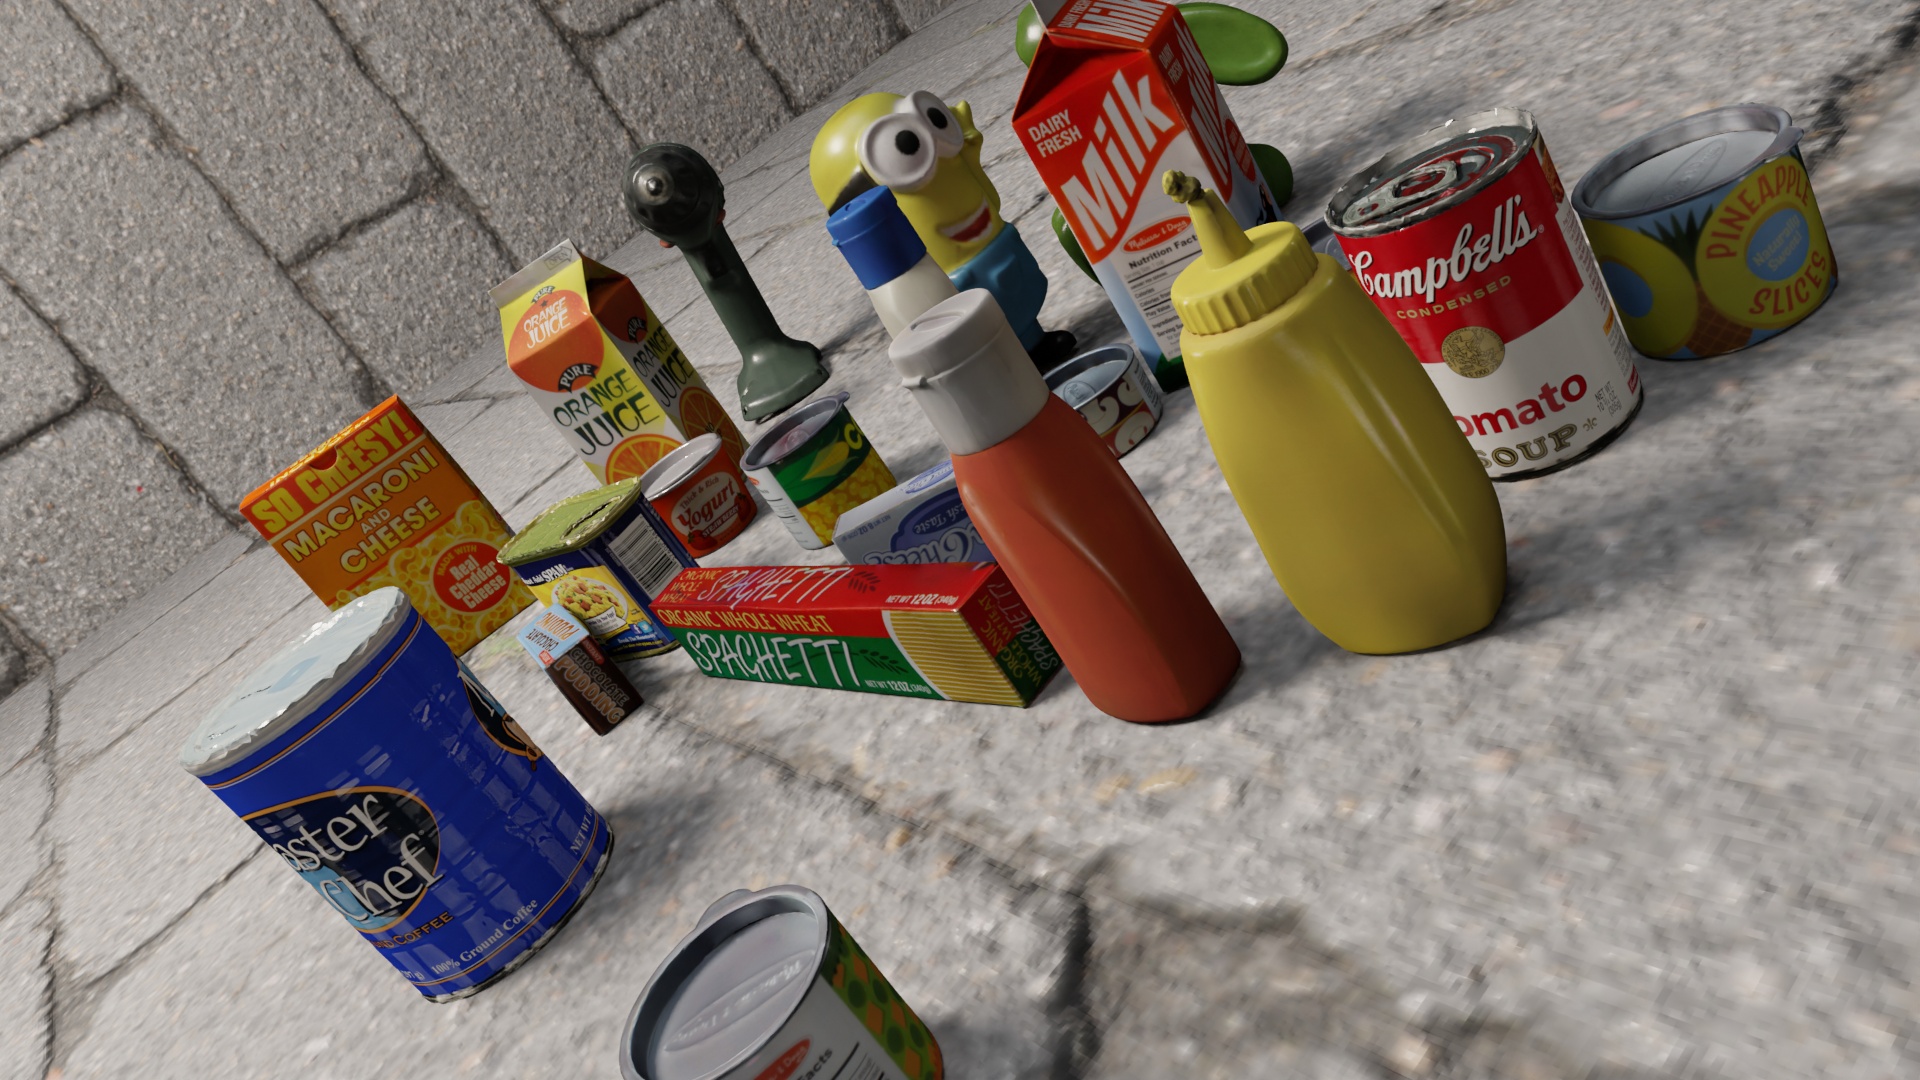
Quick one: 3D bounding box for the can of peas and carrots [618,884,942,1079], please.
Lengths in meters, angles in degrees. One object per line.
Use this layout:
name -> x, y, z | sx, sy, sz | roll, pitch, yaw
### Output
can of peas and carrots -> -0.047, 0.136, 0.374 | 0.071, 0.058, 0.071 | -28, 23, 13

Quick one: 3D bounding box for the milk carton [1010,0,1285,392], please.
milk carton -> 0.088, -0.173, 0.641 | 0.073, 0.190, 0.073 | -20, 26, 31

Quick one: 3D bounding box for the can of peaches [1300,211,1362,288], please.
can of peaches -> 0.165, -0.098, 0.560 | 0.071, 0.058, 0.071 | -28, 23, 13

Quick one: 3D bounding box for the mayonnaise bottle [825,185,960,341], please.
mayonnaise bottle -> -0.012, -0.105, 0.695 | 0.041, 0.147, 0.065 | -36, 22, -6

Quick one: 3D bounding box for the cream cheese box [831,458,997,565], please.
cream cheese box -> 0.002, -0.008, 0.603 | 0.103, 0.053, 0.024 | -27, 23, 17

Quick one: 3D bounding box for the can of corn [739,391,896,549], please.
can of corn -> -0.075, -0.038, 0.763 | 0.071, 0.058, 0.071 | -28, 23, 13

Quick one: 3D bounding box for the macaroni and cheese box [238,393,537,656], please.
macaroni and cheese box -> -0.382, 0.003, 0.952 | 0.124, 0.166, 0.040 | -38, 23, -10

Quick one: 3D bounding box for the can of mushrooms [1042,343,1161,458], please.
can of mushrooms -> 0.058, -0.061, 0.660 | 0.071, 0.033, 0.071 | -28, 23, 13

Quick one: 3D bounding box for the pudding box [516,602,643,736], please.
pudding box -> -0.202, 0.067, 0.734 | 0.030, 0.049, 0.084 | -41, 23, -16

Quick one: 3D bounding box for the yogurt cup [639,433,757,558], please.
yogurt cup -> -0.163, -0.026, 0.861 | 0.072, 0.053, 0.073 | -28, 23, 13

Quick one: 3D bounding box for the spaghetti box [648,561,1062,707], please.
spaghetti box -> -0.057, 0.037, 0.597 | 0.249, 0.050, 0.029 | -3, 38, 51

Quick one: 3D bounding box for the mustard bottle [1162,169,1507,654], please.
mustard bottle -> 0.101, -0.039, 0.395 | 0.065, 0.160, 0.049 | -16, 29, 38

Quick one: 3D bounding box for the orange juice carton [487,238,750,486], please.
orange juice carton -> -0.223, -0.100, 0.910 | 0.071, 0.192, 0.073 | -26, 24, 20

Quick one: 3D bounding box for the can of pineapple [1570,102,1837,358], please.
can of pineapple -> 0.246, -0.101, 0.457 | 0.071, 0.057, 0.071 | -28, 23, 13

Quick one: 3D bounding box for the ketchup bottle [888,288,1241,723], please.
ketchup bottle -> 0.031, -0.009, 0.442 | 0.044, 0.148, 0.064 | -45, 24, -24
